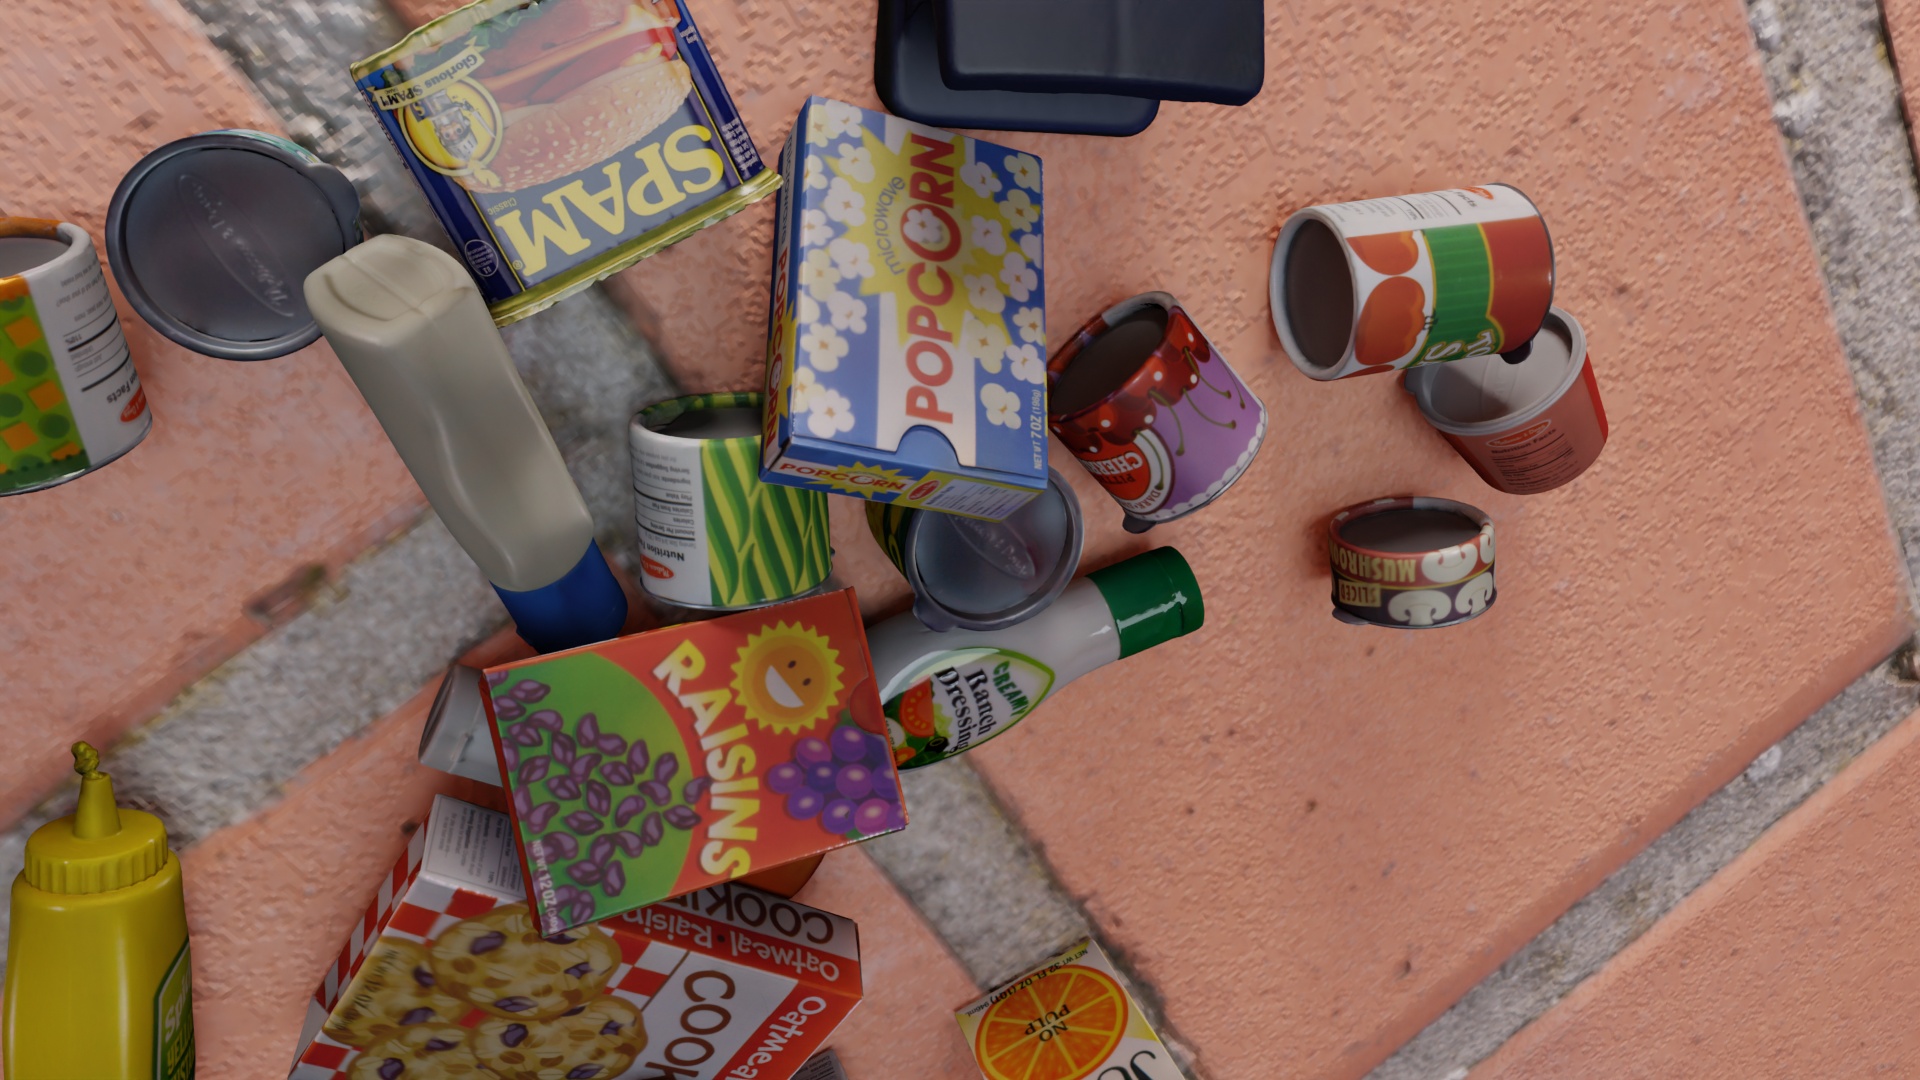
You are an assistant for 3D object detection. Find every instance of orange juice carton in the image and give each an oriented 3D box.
[{"bbox_3d":[0.068,0.253,0.548,0.072,0.193,0.072,-26,115,-8],"label":"orange juice carton"}]

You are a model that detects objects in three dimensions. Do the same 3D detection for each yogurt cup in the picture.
[{"bbox_3d":[0.228,-0.055,0.568,0.072,0.072,0.054,-45,125,0],"label":"yogurt cup"}]

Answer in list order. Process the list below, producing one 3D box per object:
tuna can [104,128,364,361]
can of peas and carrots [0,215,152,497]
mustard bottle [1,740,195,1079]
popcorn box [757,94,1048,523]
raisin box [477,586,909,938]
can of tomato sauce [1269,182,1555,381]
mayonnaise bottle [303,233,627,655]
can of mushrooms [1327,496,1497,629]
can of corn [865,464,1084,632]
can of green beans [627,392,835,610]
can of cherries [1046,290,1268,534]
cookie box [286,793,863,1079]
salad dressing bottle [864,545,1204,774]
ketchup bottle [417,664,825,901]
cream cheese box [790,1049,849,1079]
[{"bbox_3d":[-0.213,-0.091,0.417,0.071,0.033,0.070,-6,111,-17],"label":"tuna can"},{"bbox_3d":[-0.272,-0.052,0.386,0.071,0.071,0.058,-10,122,-16],"label":"can of peas and carrots"},{"bbox_3d":[-0.284,0.143,0.460,0.049,0.065,0.159,2,104,-16],"label":"mustard bottle"},{"bbox_3d":[-0.017,-0.075,0.452,0.085,0.038,0.127,10,67,-22],"label":"popcorn box"},{"bbox_3d":[-0.087,0.070,0.461,0.124,0.040,0.086,-12,83,-24],"label":"raisin box"},{"bbox_3d":[0.170,-0.097,0.531,0.083,0.071,0.071,-10,112,-15],"label":"can of tomato sauce"},{"bbox_3d":[-0.147,-0.022,0.437,0.041,0.065,0.147,-40,140,-23],"label":"mayonnaise bottle"},{"bbox_3d":[0.184,0.009,0.573,0.071,0.071,0.033,-15,113,-14],"label":"can of mushrooms"},{"bbox_3d":[0.002,-0.006,0.508,0.071,0.058,0.071,-6,111,-17],"label":"can of corn"},{"bbox_3d":[-0.078,-0.015,0.473,0.071,0.071,0.057,-7,111,-17],"label":"can of green beans"},{"bbox_3d":[0.068,-0.047,0.511,0.071,0.071,0.058,-45,117,0],"label":"can of cherries"},{"bbox_3d":[-0.138,0.168,0.513,0.167,0.040,0.122,25,119,-25],"label":"cookie box"},{"bbox_3d":[0.022,0.043,0.540,0.148,0.044,0.064,-21,128,-11],"label":"salad dressing bottle"},{"bbox_3d":[-0.118,0.085,0.507,0.149,0.044,0.064,23,105,-24],"label":"ketchup bottle"},{"bbox_3d":[-0.090,0.263,0.591,0.104,0.024,0.053,-22,113,-11],"label":"cream cheese box"}]
